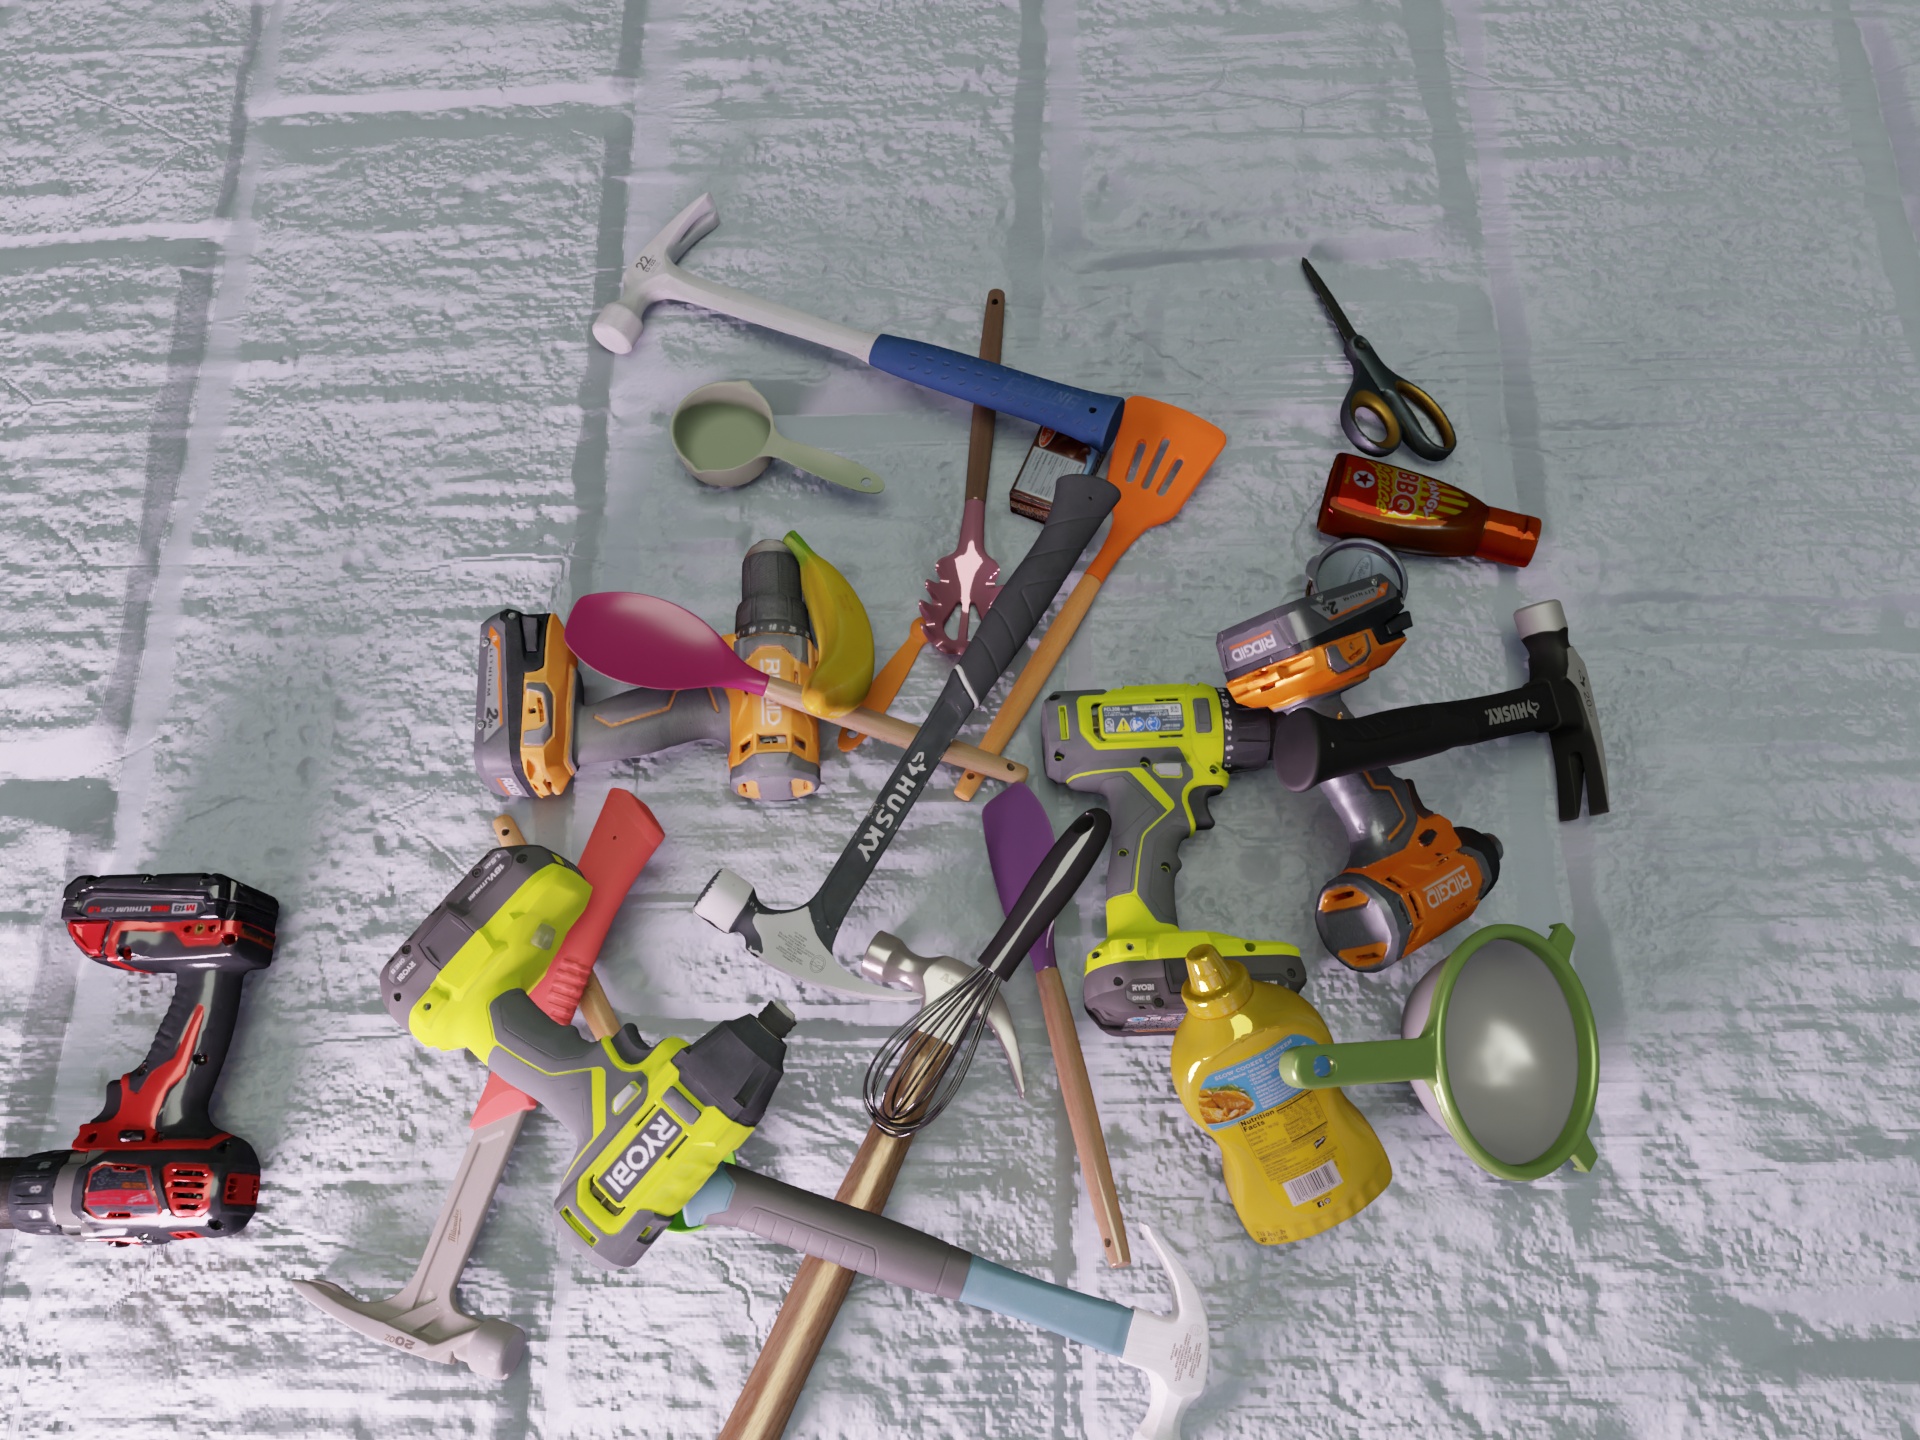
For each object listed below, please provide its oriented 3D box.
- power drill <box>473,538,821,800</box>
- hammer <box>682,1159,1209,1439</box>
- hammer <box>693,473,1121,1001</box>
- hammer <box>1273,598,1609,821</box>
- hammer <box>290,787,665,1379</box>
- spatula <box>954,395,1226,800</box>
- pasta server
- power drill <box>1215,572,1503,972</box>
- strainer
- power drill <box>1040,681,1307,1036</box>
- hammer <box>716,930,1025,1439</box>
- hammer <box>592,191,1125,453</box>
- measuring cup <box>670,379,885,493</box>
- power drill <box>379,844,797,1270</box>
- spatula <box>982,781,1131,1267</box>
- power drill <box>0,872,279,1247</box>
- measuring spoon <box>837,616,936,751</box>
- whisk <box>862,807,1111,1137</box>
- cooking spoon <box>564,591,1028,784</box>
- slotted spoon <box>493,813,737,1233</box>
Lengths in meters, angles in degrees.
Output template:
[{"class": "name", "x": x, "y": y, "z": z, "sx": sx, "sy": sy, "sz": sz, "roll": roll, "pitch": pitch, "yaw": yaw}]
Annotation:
[{"class": "power drill", "x": -0.208, "y": -0.036, "z": 1.091, "sx": 0.226, "sy": 0.084, "sz": 0.185, "roll": -2, "pitch": 69, "yaw": -3}, {"class": "hammer", "x": -0.011, "y": 0.326, "z": 0.940, "sx": 0.331, "sy": 0.033, "sz": 0.128, "roll": 19, "pitch": 76, "yaw": 0}, {"class": "hammer", "x": -0.002, "y": -0.003, "z": 1.044, "sx": 0.149, "sy": 0.036, "sz": 0.409, "roll": 35, "pitch": 70, "yaw": -7}, {"class": "hammer", "x": 0.299, "y": 0.008, "z": 0.968, "sx": 0.334, "sy": 0.035, "sz": 0.146, "roll": -8, "pitch": 82, "yaw": -43}, {"class": "hammer", "x": -0.282, "y": 0.211, "z": 1.002, "sx": 0.149, "sy": 0.036, "sz": 0.359, "roll": 15, "pitch": 74, "yaw": 15}, {"class": "spatula", "x": 0.080, "y": -0.084, "z": 1.117, "sx": 0.081, "sy": 0.041, "sz": 0.323, "roll": 27, "pitch": 74, "yaw": 16}, {"class": "pasta server", "x": 0.013, "y": -0.186, "z": 1.160, "sx": 0.060, "sy": 0.040, "sz": 0.316, "roll": 4, "pitch": 68, "yaw": 3}, {"class": "power drill", "x": 0.265, "y": 0.028, "z": 1.009, "sx": 0.164, "sy": 0.084, "sz": 0.226, "roll": -18, "pitch": 86, "yaw": -40}, {"class": "strainer", "x": 0.273, "y": 0.199, "z": 0.947, "sx": 0.256, "sy": 0.069, "sz": 0.151, "roll": 4, "pitch": 79, "yaw": -31}, {"class": "power drill", "x": 0.155, "y": 0.082, "z": 1.033, "sx": 0.190, "sy": 0.080, "sz": 0.229, "roll": -2, "pitch": 67, "yaw": -2}, {"class": "hammer", "x": -0.062, "y": 0.303, "z": 0.981, "sx": 0.130, "sy": 0.031, "sz": 0.331, "roll": 22, "pitch": 72, "yaw": 11}, {"class": "hammer", "x": -0.070, "y": -0.285, "z": 1.183, "sx": 0.405, "sy": 0.035, "sz": 0.144, "roll": 21, "pitch": 71, "yaw": 16}, {"class": "measuring cup", "x": -0.132, "y": -0.192, "z": 1.169, "sx": 0.167, "sy": 0.038, "sz": 0.083, "roll": 22, "pitch": 72, "yaw": 8}, {"class": "power drill", "x": -0.216, "y": 0.182, "z": 0.935, "sx": 0.223, "sy": 0.080, "sz": 0.171, "roll": 38, "pitch": 82, "yaw": 20}, {"class": "spatula", "x": 0.062, "y": 0.180, "z": 0.993, "sx": 0.059, "sy": 0.018, "sz": 0.316, "roll": -37, "pitch": 53, "yaw": 36}, {"class": "power drill", "x": -0.535, "y": 0.216, "z": 1.011, "sx": 0.188, "sy": 0.080, "sz": 0.227, "roll": -2, "pitch": 72, "yaw": 2}, {"class": "measuring spoon", "x": -0.052, "y": -0.027, "z": 1.115, "sx": 0.021, "sy": 0.011, "sz": 0.117, "roll": 30, "pitch": 73, "yaw": 13}, {"class": "whisk", "x": 0.019, "y": 0.151, "z": 0.975, "sx": 0.055, "sy": 0.055, "sz": 0.239, "roll": 35, "pitch": 84, "yaw": 14}, {"class": "cooking spoon", "x": -0.104, "y": -0.014, "z": 1.049, "sx": 0.318, "sy": 0.017, "sz": 0.069, "roll": 19, "pitch": 58, "yaw": -9}, {"class": "slotted spoon", "x": -0.233, "y": 0.189, "z": 1.034, "sx": 0.070, "sy": 0.031, "sz": 0.314, "roll": -31, "pitch": 69, "yaw": -7}]
